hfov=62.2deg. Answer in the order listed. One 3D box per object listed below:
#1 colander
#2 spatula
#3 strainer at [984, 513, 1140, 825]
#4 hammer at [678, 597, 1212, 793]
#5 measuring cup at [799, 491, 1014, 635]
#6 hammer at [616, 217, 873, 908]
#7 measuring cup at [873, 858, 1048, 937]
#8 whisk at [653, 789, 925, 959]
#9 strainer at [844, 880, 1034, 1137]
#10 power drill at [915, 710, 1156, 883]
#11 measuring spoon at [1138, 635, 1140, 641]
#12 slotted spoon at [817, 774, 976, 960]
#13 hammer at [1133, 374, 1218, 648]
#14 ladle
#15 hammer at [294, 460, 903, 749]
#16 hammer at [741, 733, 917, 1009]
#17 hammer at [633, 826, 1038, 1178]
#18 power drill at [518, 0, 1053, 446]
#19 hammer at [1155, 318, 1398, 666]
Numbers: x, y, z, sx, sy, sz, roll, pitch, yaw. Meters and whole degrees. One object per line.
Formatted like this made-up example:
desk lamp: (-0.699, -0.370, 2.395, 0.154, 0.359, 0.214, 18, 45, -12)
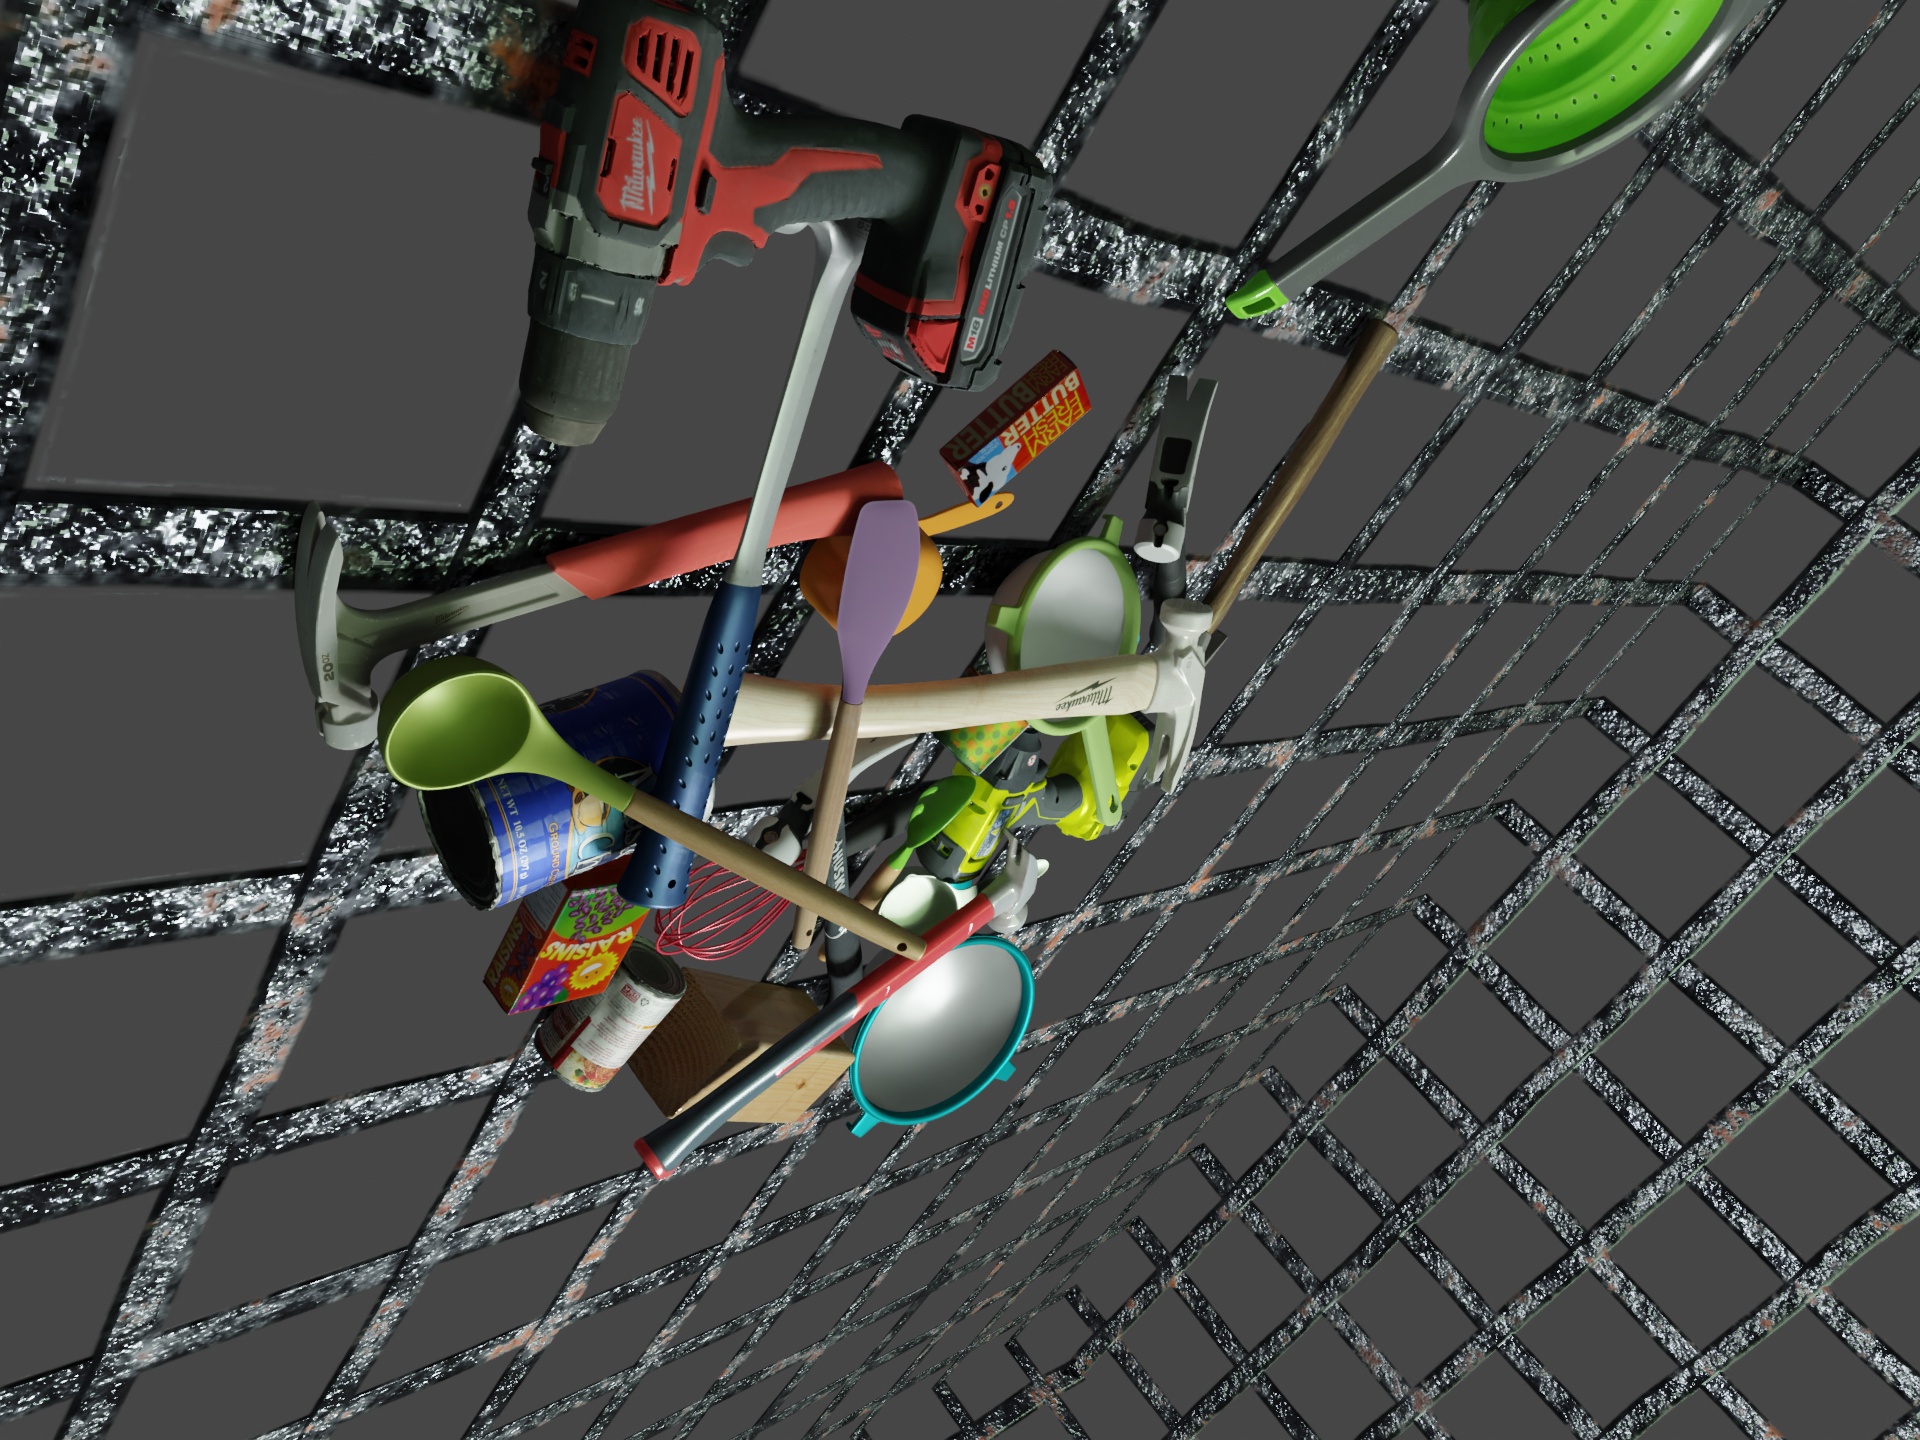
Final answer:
colander: (0.334, -0.415, 1.058, 0.397, 0.095, 0.204, -32, 159, 22)
spatula: (-0.073, 0.010, 1.018, 0.059, 0.018, 0.315, -8, 120, -43)
strainer: (0.077, -0.027, 1.227, 0.151, 0.069, 0.256, -41, 132, -32)
hammer: (-0.002, -0.003, 1.092, 0.410, 0.038, 0.146, -5, 113, -31)
measuring cup: (-0.020, -0.108, 1.050, 0.173, 0.052, 0.095, -25, 149, -28)
hammer: (-0.110, -0.085, 0.860, 0.144, 0.035, 0.405, -3, 117, -53)
measuring cup: (-0.002, 0.150, 1.406, 0.167, 0.038, 0.083, -19, 113, -19)
whisk: (-0.123, 0.112, 1.245, 0.296, 0.073, 0.073, -25, 150, -44)
strainer: (-0.032, 0.221, 1.513, 0.211, 0.095, 0.340, -13, 121, -33)
power drill: (0.075, 0.048, 1.378, 0.223, 0.080, 0.171, -10, 135, -50)
measuring spoon: (0.104, -0.079, 1.315, 0.042, 0.021, 0.128, -43, 146, 20)
slotted spoon: (-0.064, 0.130, 1.319, 0.070, 0.031, 0.313, -59, -177, -41)
hammer: (0.165, -0.135, 1.237, 0.334, 0.035, 0.146, 70, 32, -71)
ladle: (-0.153, 0.060, 0.843, 0.320, 0.062, 0.078, 30, 110, -17)
hammer: (-0.180, -0.095, 0.872, 0.359, 0.037, 0.149, -22, 148, -34)
hammer: (-0.093, 0.142, 1.236, 0.149, 0.036, 0.408, -47, 160, -25)
hammer: (-0.093, 0.227, 1.272, 0.386, 0.038, 0.143, -35, 156, -21)
power drill: (-0.085, -0.205, 0.715, 0.226, 0.080, 0.187, 3, 114, -36)
hammer: (0.254, -0.171, 1.279, 0.331, 0.031, 0.130, -59, 168, 4)
